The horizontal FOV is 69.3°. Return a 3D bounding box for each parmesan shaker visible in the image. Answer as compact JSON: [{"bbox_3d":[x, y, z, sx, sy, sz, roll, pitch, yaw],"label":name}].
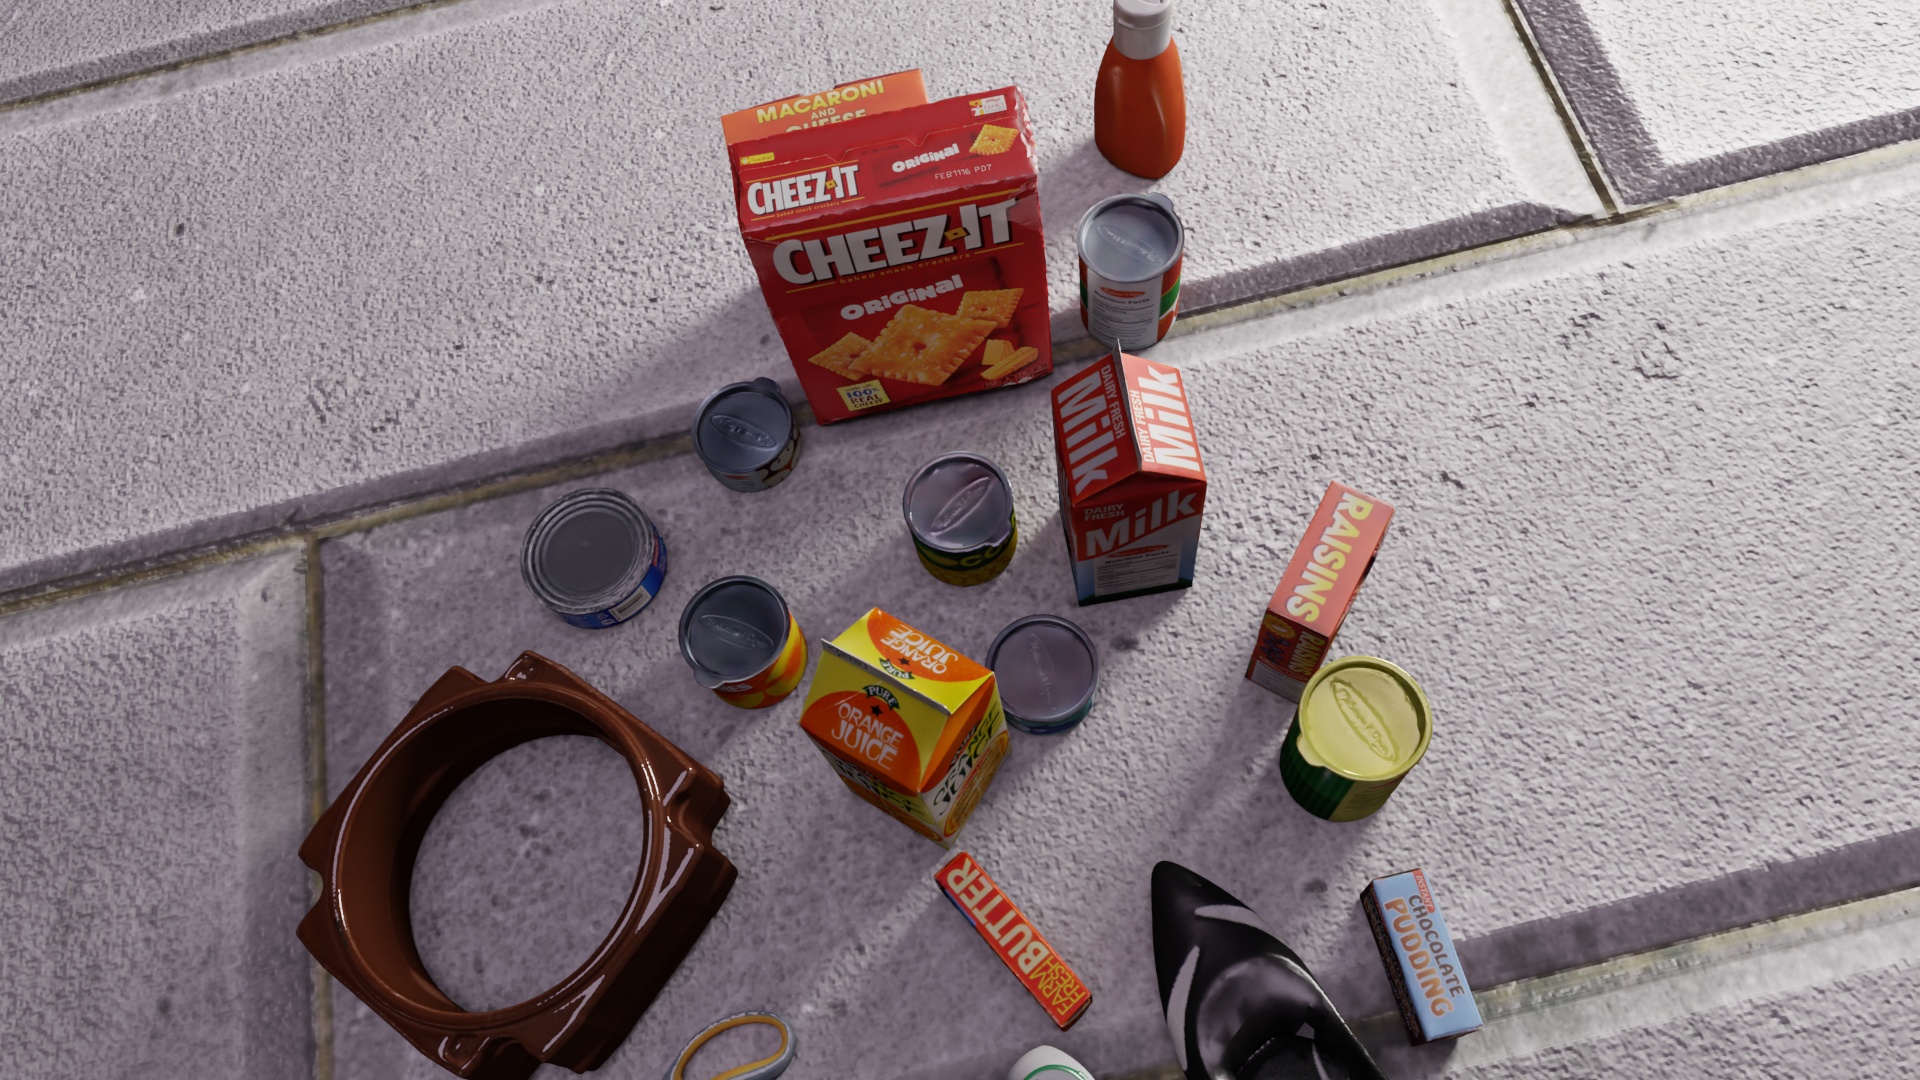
[{"bbox_3d":[0.207,0.110,0.748,0.071,0.102,0.071,-2,67,5],"label":"parmesan shaker"}]

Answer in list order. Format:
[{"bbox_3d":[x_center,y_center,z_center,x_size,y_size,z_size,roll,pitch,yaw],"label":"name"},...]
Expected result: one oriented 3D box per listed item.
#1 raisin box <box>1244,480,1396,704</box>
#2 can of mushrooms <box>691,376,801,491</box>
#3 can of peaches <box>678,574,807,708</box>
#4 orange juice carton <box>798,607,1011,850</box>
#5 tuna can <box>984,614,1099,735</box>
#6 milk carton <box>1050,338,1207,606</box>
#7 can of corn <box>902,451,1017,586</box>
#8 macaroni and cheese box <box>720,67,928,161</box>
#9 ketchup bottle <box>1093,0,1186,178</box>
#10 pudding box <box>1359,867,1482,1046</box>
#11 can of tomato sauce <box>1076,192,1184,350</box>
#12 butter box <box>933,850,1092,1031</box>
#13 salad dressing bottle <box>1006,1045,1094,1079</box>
[{"bbox_3d":[0.198,0.032,0.772,0.040,0.123,0.086,27,72,16],"label":"raisin box"},{"bbox_3d":[-0.137,-0.069,0.900,0.071,0.033,0.071,-2,66,5],"label":"can of mushrooms"},{"bbox_3d":[-0.129,0.064,0.828,0.071,0.058,0.071,-2,67,5],"label":"can of peaches"},{"bbox_3d":[-0.026,0.098,0.729,0.072,0.192,0.073,28,73,16],"label":"orange juice carton"},{"bbox_3d":[0.046,0.080,0.816,0.071,0.032,0.071,-2,66,5],"label":"tuna can"},{"bbox_3d":[0.093,-0.034,0.775,0.073,0.190,0.072,-10,66,2],"label":"milk carton"},{"bbox_3d":[0.003,-0.011,0.847,0.071,0.058,0.071,-2,67,5],"label":"can of corn"},{"bbox_3d":[-0.072,-0.219,0.886,0.124,0.166,0.040,-14,66,0],"label":"macaroni and cheese box"},{"bbox_3d":[0.118,-0.304,0.913,0.065,0.148,0.043,34,74,18],"label":"ketchup bottle"},{"bbox_3d":[0.240,0.218,0.727,0.030,0.049,0.084,-14,66,0],"label":"pudding box"},{"bbox_3d":[0.109,-0.172,0.893,0.071,0.082,0.071,-2,67,5],"label":"can of tomato sauce"},{"bbox_3d":[0.029,0.216,0.748,0.024,0.053,0.104,-40,69,-11],"label":"butter box"},{"bbox_3d":[0.048,0.274,0.669,0.044,0.147,0.064,-37,68,-10],"label":"salad dressing bottle"}]
